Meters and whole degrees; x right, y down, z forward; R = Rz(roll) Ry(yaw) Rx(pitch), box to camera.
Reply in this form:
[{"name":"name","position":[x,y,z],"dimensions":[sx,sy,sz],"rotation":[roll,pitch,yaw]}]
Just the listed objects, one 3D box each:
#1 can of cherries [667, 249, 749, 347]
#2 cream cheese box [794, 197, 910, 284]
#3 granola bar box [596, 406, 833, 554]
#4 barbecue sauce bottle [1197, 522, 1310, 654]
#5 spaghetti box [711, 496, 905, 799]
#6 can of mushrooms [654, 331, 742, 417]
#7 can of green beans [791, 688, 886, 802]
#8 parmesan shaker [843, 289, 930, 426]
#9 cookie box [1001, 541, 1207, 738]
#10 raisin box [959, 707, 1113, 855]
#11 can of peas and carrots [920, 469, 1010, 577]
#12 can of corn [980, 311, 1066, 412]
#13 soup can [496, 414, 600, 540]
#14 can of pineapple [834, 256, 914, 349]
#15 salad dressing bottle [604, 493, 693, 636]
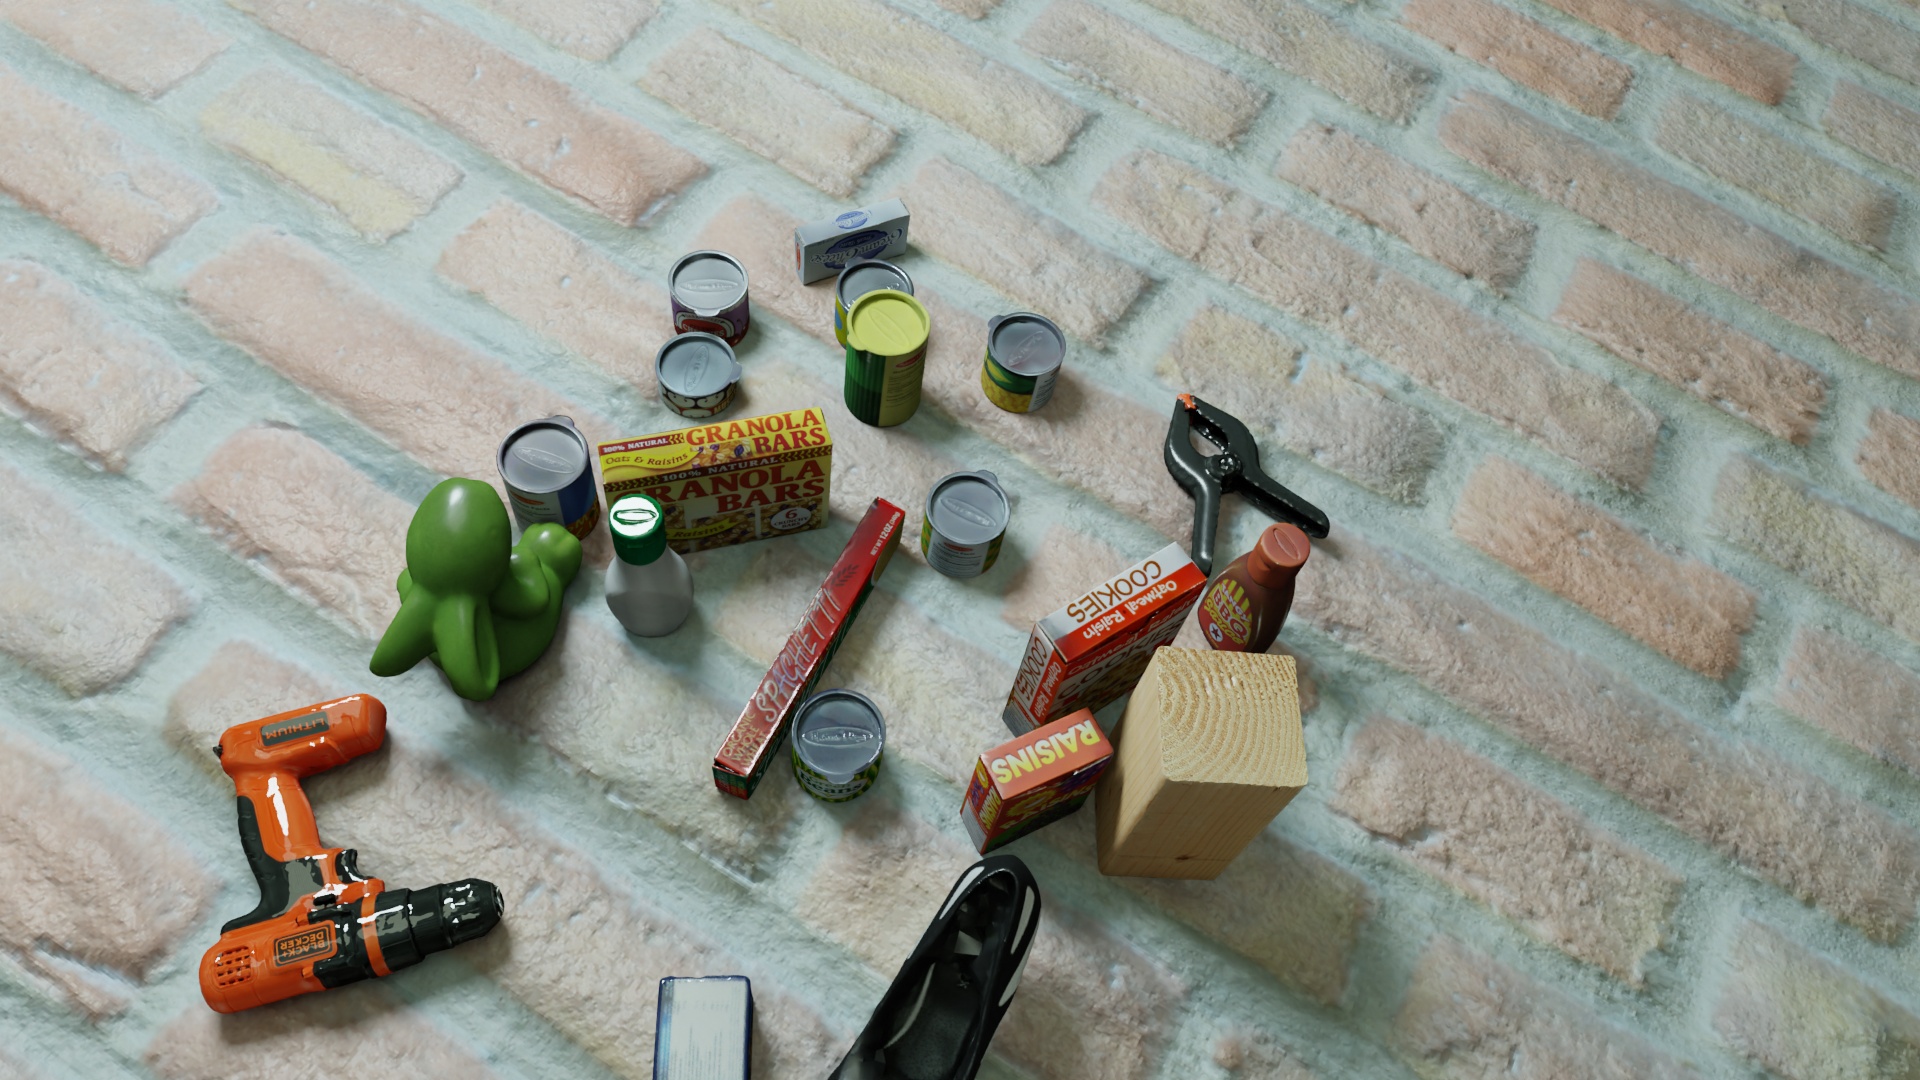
[{"name":"can of cherries","position":[-0.213,-0.200,1.176],"dimensions":[0.071,0.058,0.072],"rotation":[3,60,-6]},{"name":"cream cheese box","position":[-0.097,-0.266,1.232],"dimensions":[0.104,0.053,0.024],"rotation":[-22,66,-18]},{"name":"granola bar box","position":[-0.183,-0.041,1.051],"dimensions":[0.166,0.123,0.039],"rotation":[-11,63,-13]},{"name":"barbecue sauce bottle","position":[0.223,0.038,1.045],"dimensions":[0.044,0.147,0.065],"rotation":[-24,66,-19]},{"name":"spaghetti box","position":[-0.110,0.077,1.036],"dimensions":[0.029,0.050,0.251],"rotation":[25,60,7]},{"name":"can of mushrooms","position":[-0.217,-0.137,1.154],"dimensions":[0.071,0.033,0.071],"rotation":[3,60,-6]},{"name":"can of green beans","position":[-0.088,0.147,0.994],"dimensions":[0.071,0.057,0.071],"rotation":[3,60,-6]},{"name":"parmesan shaker","position":[-0.064,-0.147,1.139],"dimensions":[0.071,0.102,0.071],"rotation":[3,60,-6]},{"name":"cookie box","position":[0.100,0.081,0.994],"dimensions":[0.123,0.166,0.040],"rotation":[-29,68,-21]},{"name":"raisin box","position":[0.050,0.169,0.962],"dimensions":[0.086,0.122,0.040],"rotation":[-20,65,-18]},{"name":"can of peas and carrots","position":[0.004,-0.014,1.098],"dimensions":[0.071,0.058,0.071],"rotation":[3,60,-6]},{"name":"can of corn","position":[0.050,-0.153,1.184],"dimensions":[0.071,0.058,0.071],"rotation":[3,60,-6]},{"name":"soup can","position":[-0.311,-0.045,1.059],"dimensions":[0.071,0.083,0.071],"rotation":[3,60,-6]},{"name":"can of pineapple","position":[-0.075,-0.200,1.195],"dimensions":[0.071,0.057,0.071],"rotation":[3,60,-6]},{"name":"salad dressing bottle","position":[-0.226,0.019,0.997],"dimensions":[0.064,0.147,0.044],"rotation":[1,61,-7]}]
